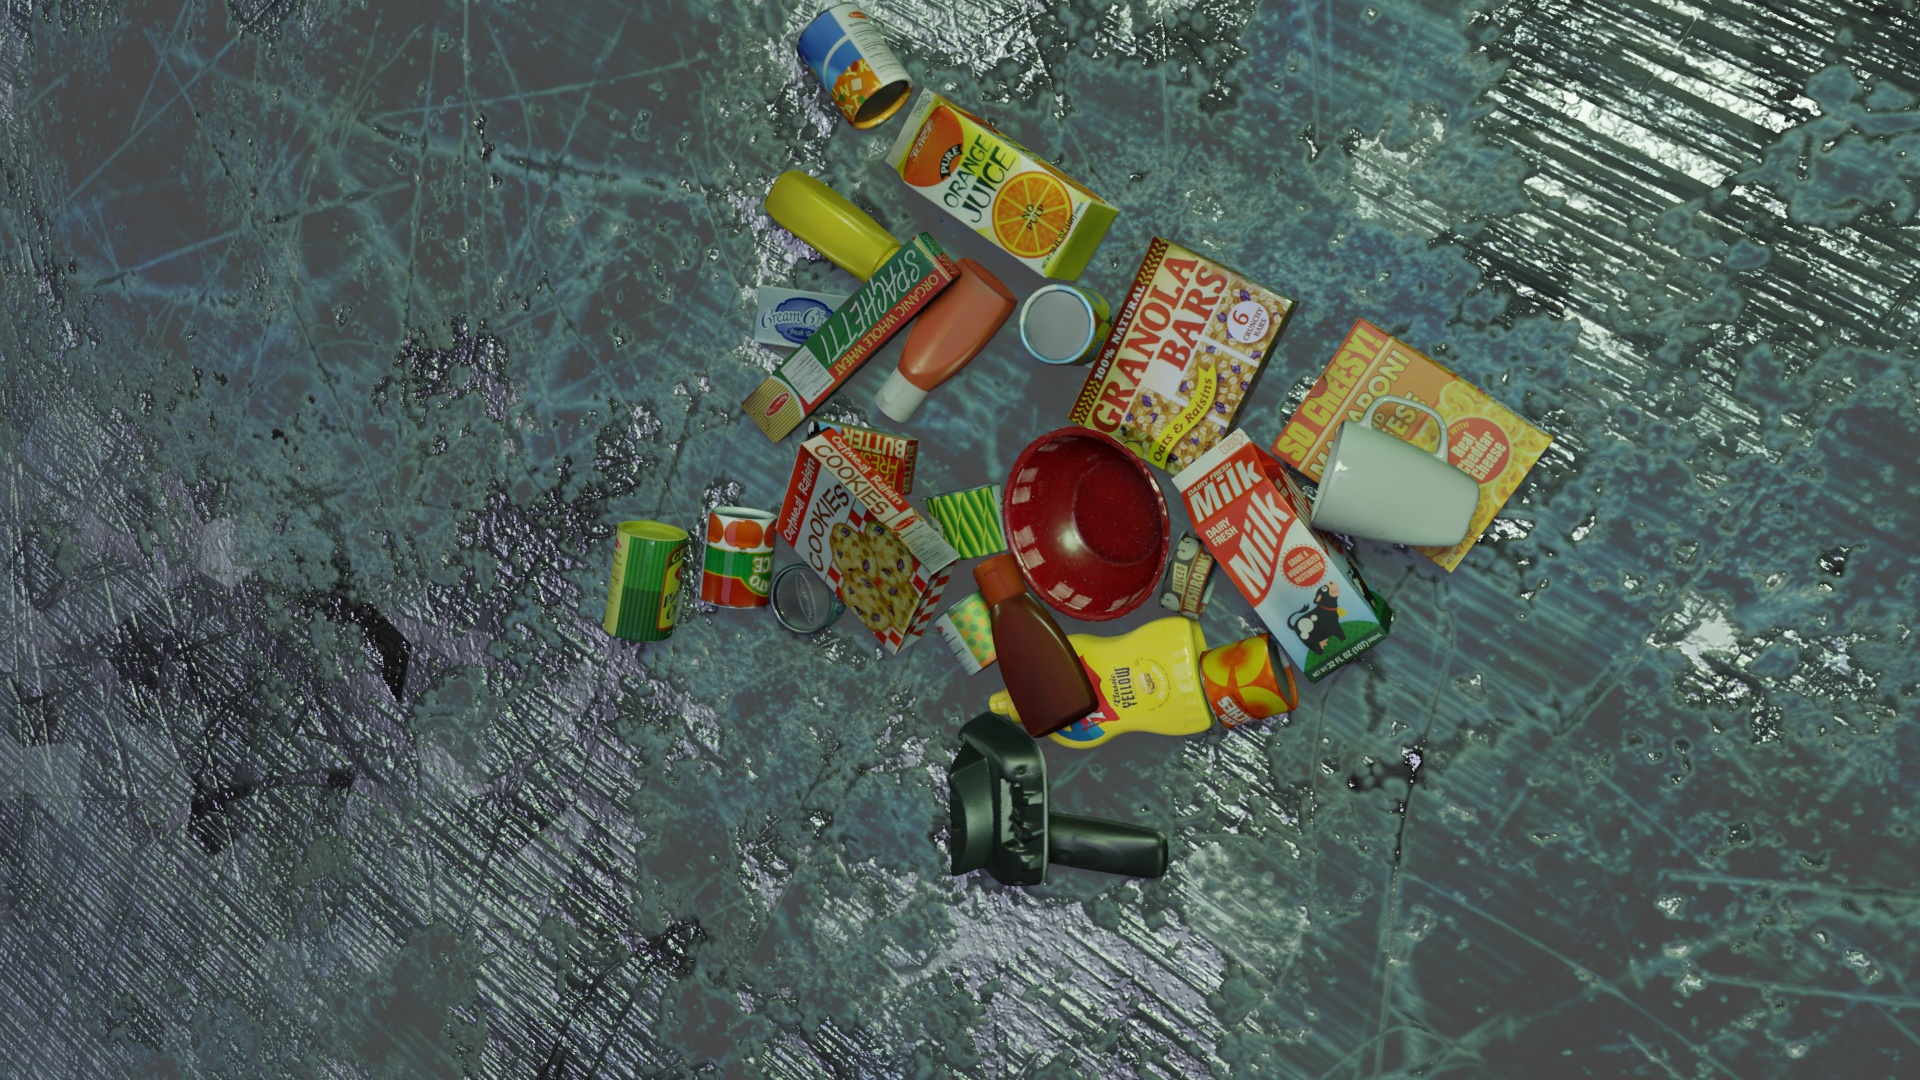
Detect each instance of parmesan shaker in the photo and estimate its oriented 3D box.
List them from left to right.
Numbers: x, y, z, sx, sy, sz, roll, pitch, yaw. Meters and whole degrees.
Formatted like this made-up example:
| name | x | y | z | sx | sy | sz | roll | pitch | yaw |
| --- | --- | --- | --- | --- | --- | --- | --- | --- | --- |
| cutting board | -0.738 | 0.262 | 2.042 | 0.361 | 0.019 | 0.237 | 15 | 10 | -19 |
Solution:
| name | x | y | z | sx | sy | sz | roll | pitch | yaw |
| --- | --- | --- | --- | --- | --- | --- | --- | --- | --- |
| parmesan shaker | -0.302 | 0.038 | 1.332 | 0.071 | 0.071 | 0.102 | 16 | 103 | 21 |

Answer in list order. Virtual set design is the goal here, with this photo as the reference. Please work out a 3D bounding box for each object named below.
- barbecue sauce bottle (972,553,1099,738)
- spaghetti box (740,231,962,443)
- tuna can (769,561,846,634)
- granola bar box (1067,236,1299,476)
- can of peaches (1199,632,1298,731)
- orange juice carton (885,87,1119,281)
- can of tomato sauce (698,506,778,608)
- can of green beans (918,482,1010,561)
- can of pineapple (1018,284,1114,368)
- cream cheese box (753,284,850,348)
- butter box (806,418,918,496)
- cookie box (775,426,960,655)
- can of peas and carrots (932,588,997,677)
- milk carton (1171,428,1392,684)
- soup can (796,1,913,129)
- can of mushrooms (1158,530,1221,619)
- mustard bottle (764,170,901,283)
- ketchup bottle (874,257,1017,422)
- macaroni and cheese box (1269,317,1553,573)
| name | x | y | z | sx | sy | sz | roll | pitch | yaw |
| --- | --- | --- | --- | --- | --- | --- | --- | --- | --- |
| barbecue sauce bottle | 0.056 | 0.083 | 1.141 | 0.065 | 0.043 | 0.149 | -29 | 73 | 14 |
| spaghetti box | -0.098 | -0.173 | 1.205 | 0.249 | 0.029 | 0.050 | -37 | 95 | 34 |
| tuna can | -0.137 | 0.051 | 1.279 | 0.071 | 0.033 | 0.071 | 3 | 98 | 23 |
| granola bar box | 0.177 | -0.143 | 1.118 | 0.124 | 0.039 | 0.165 | 30 | 107 | 17 |
| can of peaches | 0.231 | 0.114 | 1.111 | 0.058 | 0.071 | 0.071 | -21 | 88 | 23 |
| orange juice carton | 0.026 | -0.295 | 1.145 | 0.193 | 0.073 | 0.071 | 37 | 110 | 15 |
| can of tomato sauce | -0.203 | 0.015 | 1.285 | 0.071 | 0.071 | 0.083 | 11 | 100 | 21 |
| can of green beans | 0.007 | -0.015 | 1.192 | 0.071 | 0.071 | 0.057 | -10 | 93 | 24 |
| can of pineapple | 0.089 | -0.175 | 1.141 | 0.071 | 0.058 | 0.071 | 3 | 98 | 22 |
| cream cheese box | -0.135 | -0.198 | 1.252 | 0.104 | 0.024 | 0.053 | 11 | 100 | 21 |
| butter box | -0.091 | -0.075 | 1.248 | 0.103 | 0.024 | 0.053 | 14 | 102 | 21 |
| cookie box | -0.084 | 0.000 | 1.210 | 0.168 | 0.040 | 0.122 | 45 | 141 | 17 |
| can of peas and carrots | 0.021 | 0.075 | 1.198 | 0.070 | 0.071 | 0.059 | -36 | 83 | 23 |
| milk carton | 0.248 | 0.008 | 1.078 | 0.072 | 0.074 | 0.190 | -38 | 88 | 23 |
| soup can | -0.091 | -0.402 | 1.186 | 0.071 | 0.071 | 0.084 | -38 | 82 | 23 |
| can of mushrooms | 0.186 | 0.028 | 1.118 | 0.033 | 0.071 | 0.071 | 20 | 104 | 18 |
| mustard bottle | -0.095 | -0.260 | 1.207 | 0.160 | 0.065 | 0.048 | 38 | 112 | 9 |
| ketchup bottle | -0.018 | -0.168 | 1.196 | 0.065 | 0.043 | 0.148 | 45 | 111 | 14 |
| macaroni and cheese box | 0.340 | -0.074 | 1.057 | 0.167 | 0.040 | 0.123 | 36 | 108 | 15 |
